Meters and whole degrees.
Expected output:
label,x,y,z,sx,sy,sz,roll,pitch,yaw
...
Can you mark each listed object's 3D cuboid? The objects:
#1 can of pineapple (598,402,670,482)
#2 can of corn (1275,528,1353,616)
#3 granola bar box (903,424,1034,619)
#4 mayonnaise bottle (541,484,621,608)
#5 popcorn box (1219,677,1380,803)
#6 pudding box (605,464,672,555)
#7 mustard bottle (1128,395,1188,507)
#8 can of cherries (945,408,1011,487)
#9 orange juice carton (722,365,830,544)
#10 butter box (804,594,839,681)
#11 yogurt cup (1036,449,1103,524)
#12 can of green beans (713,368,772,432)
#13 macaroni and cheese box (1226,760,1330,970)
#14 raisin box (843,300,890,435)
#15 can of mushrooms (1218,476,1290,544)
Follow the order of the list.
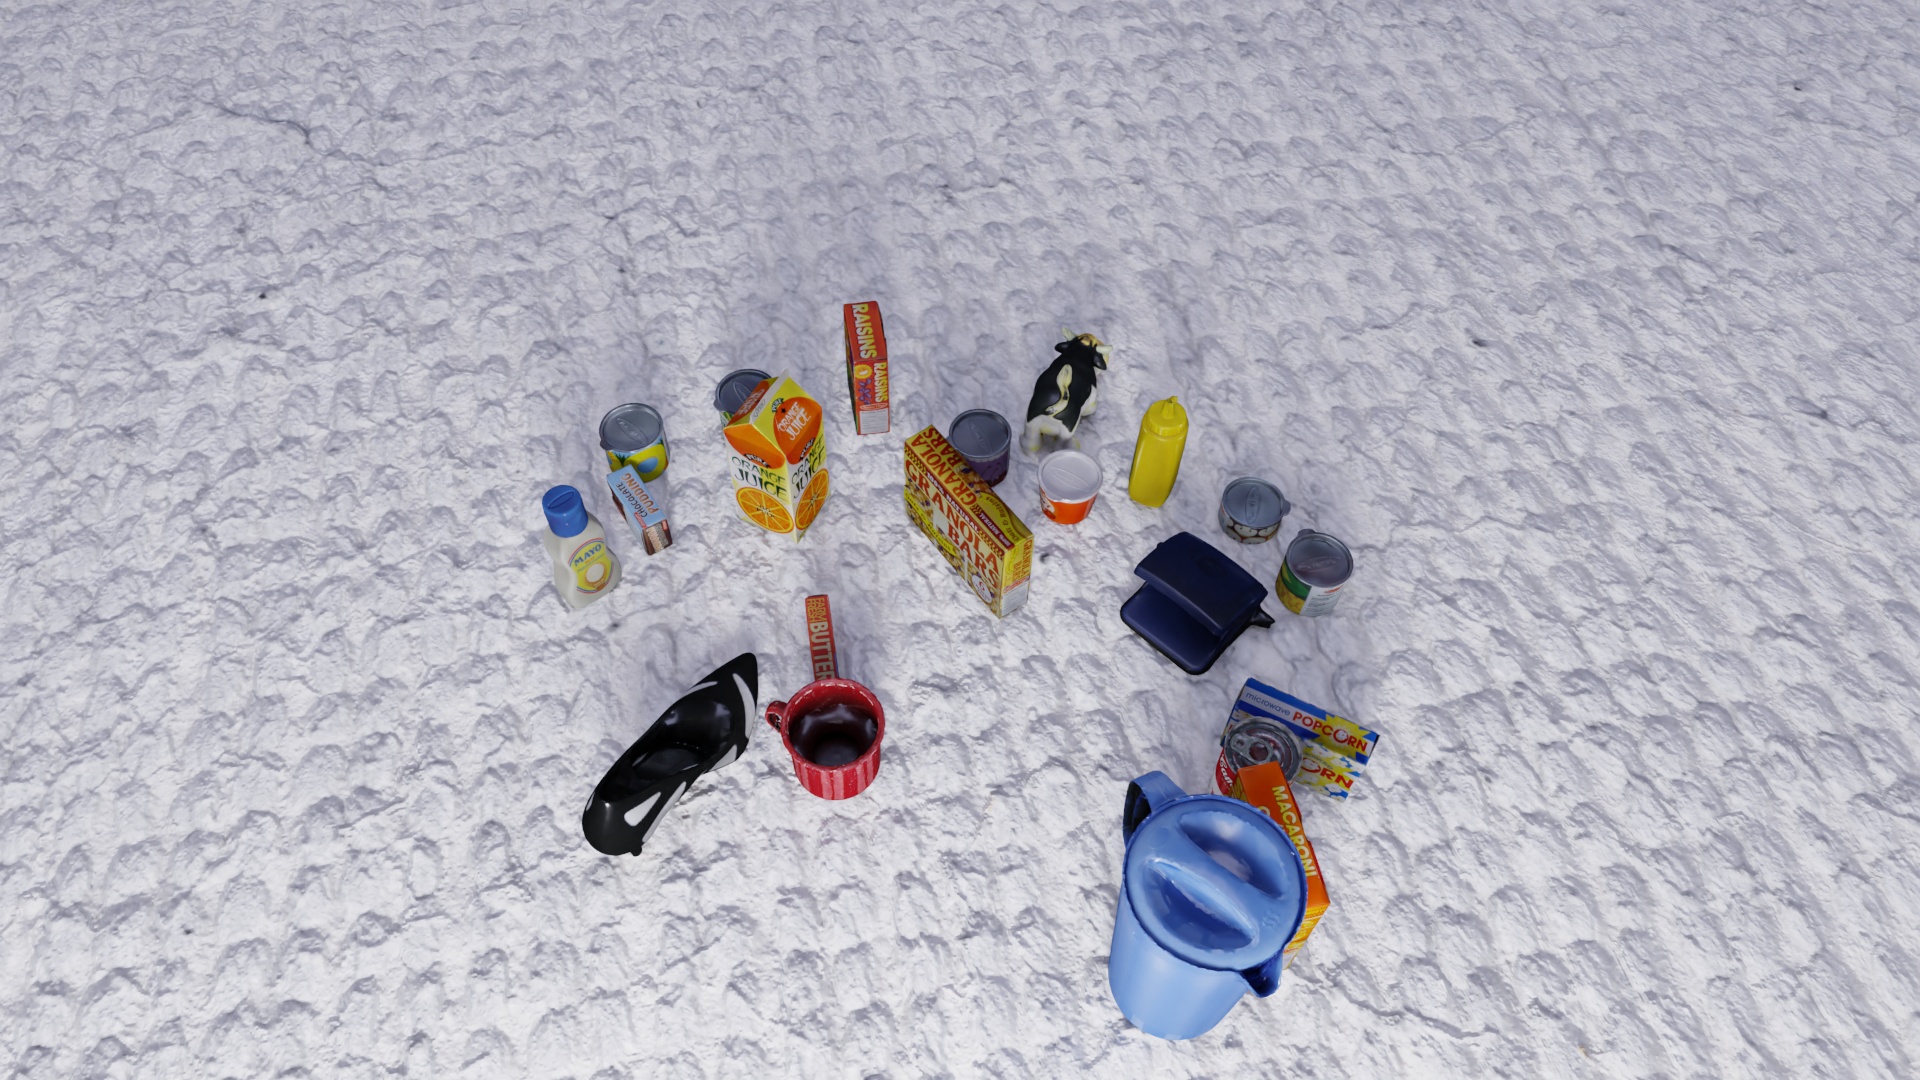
label,x,y,z,sx,sy,sz,roll,pitch,yaw
can of pineapple,-0.344,-0.101,1.464,0.071,0.057,0.071,1,55,-1
can of corn,0.353,0.033,1.392,0.071,0.058,0.071,1,55,-1
granola bar box,0.005,-0.017,1.376,0.039,0.123,0.166,-31,62,-20
mayonnaise bottle,-0.369,0.004,1.336,0.065,0.147,0.041,-38,65,-24
popcorn box,0.308,0.183,1.271,0.127,0.084,0.038,24,58,14
pudding box,-0.329,-0.031,1.421,0.030,0.049,0.084,-28,61,-19
mustard bottle,0.204,-0.100,1.417,0.049,0.159,0.065,17,57,10
can of cherries,0.017,-0.096,1.471,0.071,0.058,0.072,1,55,-1
orange juice carton,-0.181,-0.088,1.378,0.073,0.191,0.072,23,58,14
butter box,-0.131,0.108,1.329,0.024,0.052,0.104,-7,56,-6
yogurt cup,0.112,-0.053,1.447,0.072,0.053,0.073,1,55,-1
can of green beans,-0.227,-0.141,1.495,0.071,0.057,0.071,1,55,-1
macaroni and cheese box,0.252,0.275,1.156,0.040,0.165,0.124,-9,56,-8
raisin box,-0.100,-0.184,1.489,0.040,0.122,0.086,-7,56,-6
can of mushrooms,0.306,-0.031,1.449,0.071,0.033,0.071,1,55,-1
